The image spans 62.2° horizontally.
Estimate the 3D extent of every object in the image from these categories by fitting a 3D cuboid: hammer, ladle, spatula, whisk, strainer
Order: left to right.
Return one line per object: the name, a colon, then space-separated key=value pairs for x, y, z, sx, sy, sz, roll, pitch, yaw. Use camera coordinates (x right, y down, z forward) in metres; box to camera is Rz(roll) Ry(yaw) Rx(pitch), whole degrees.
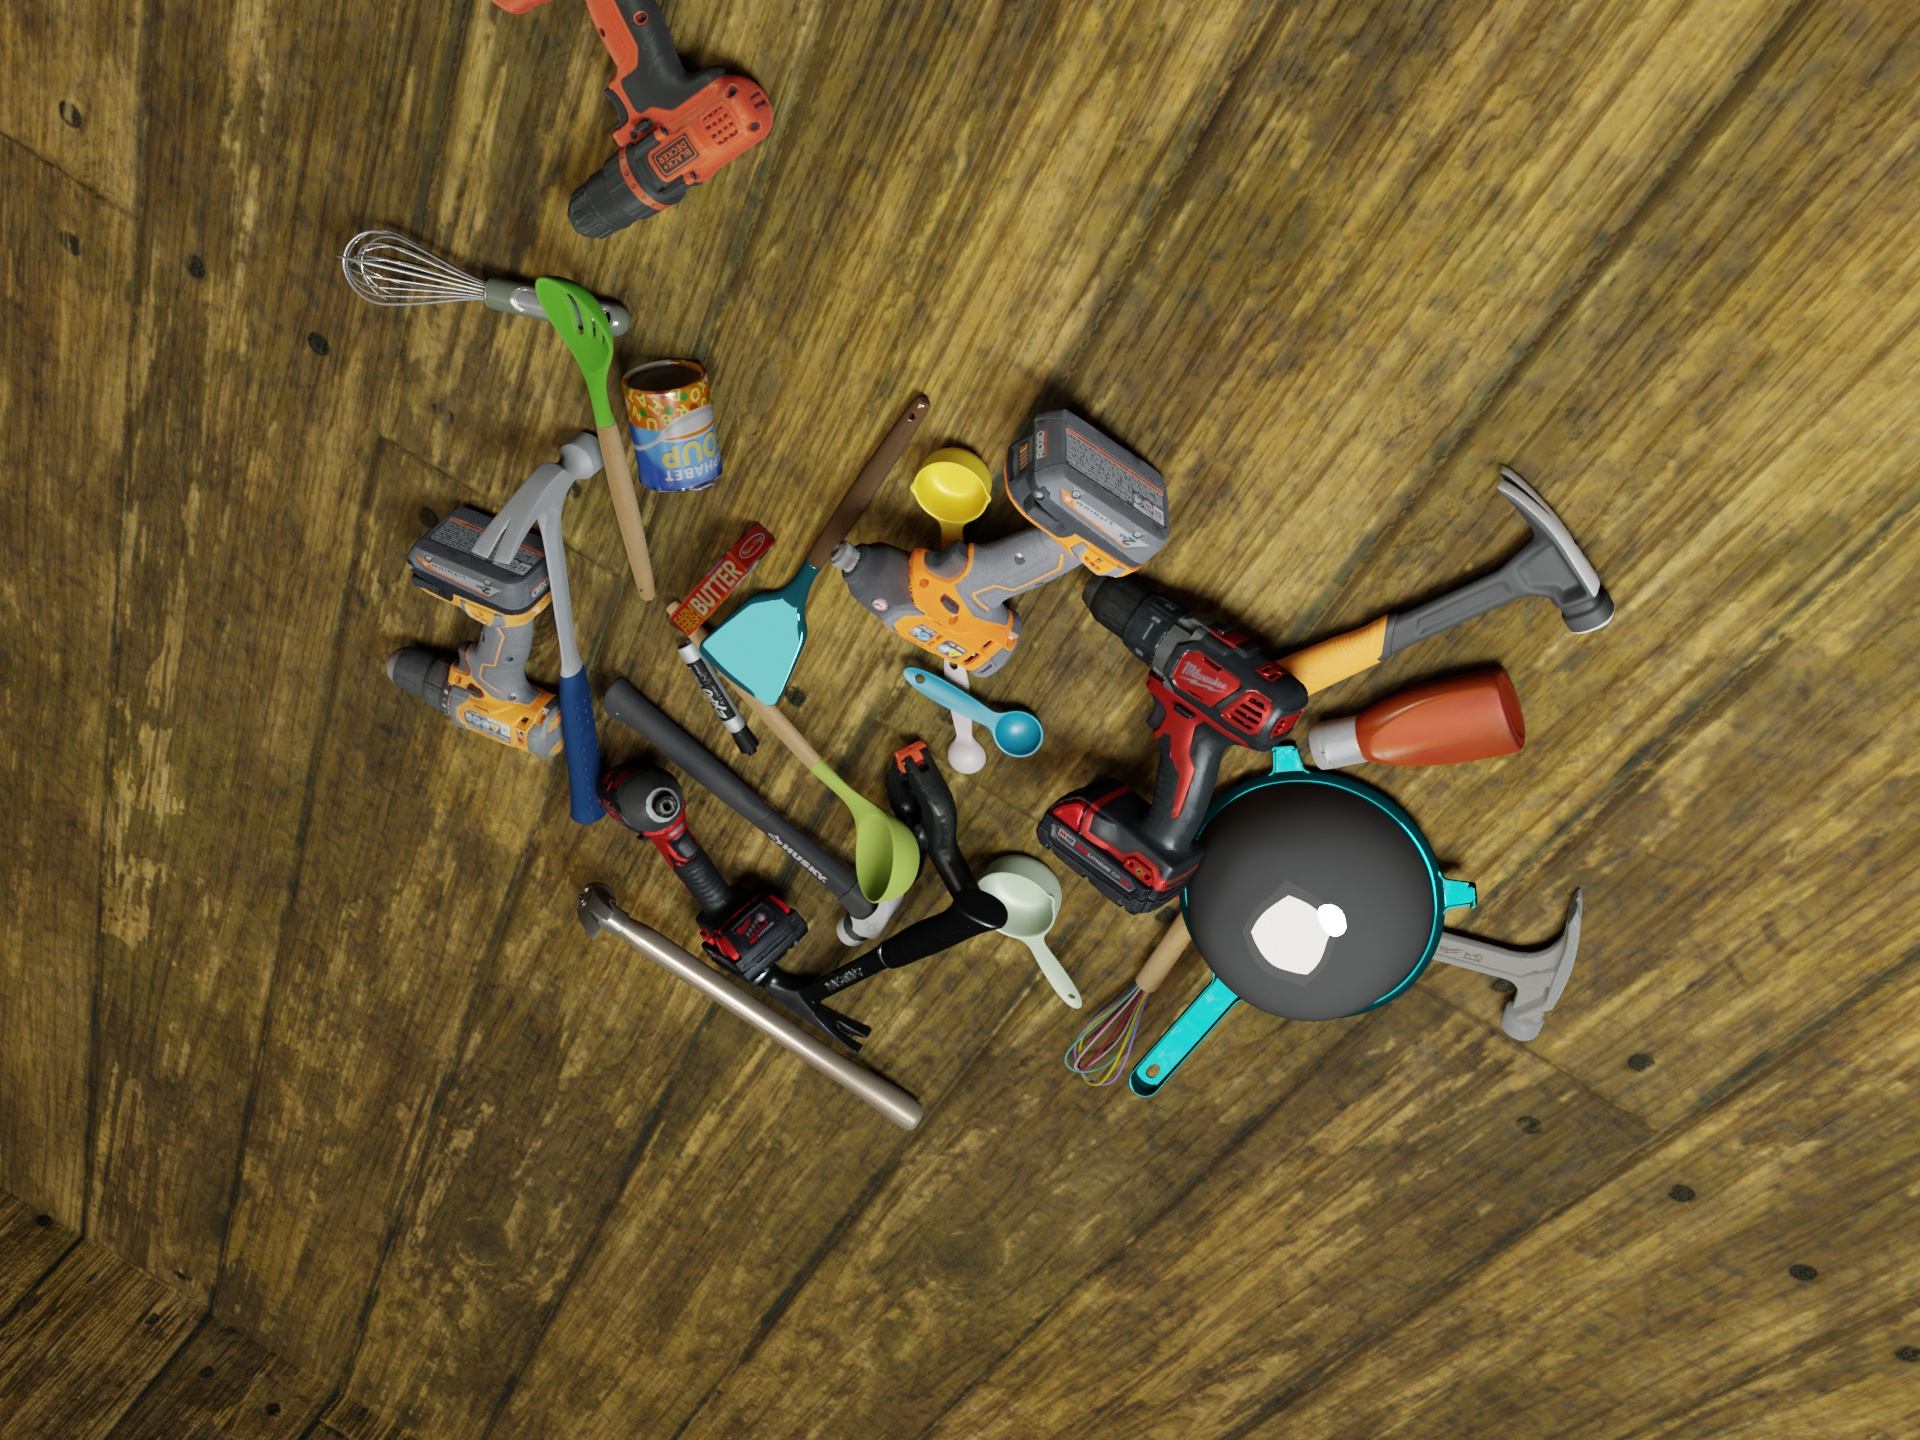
whisk: x=-0.372 y=-0.335 z=1.237 sx=0.246 sy=0.059 sz=0.058 roll=14 pitch=102 yaw=9
hammer: x=-0.348 y=-0.051 z=1.398 sx=0.035 sy=0.144 sz=0.405 roll=21 pitch=137 yaw=14
hammer: x=-0.190 y=0.077 z=1.453 sx=0.334 sy=0.035 sz=0.146 roll=40 pitch=147 yaw=-4
hammer: x=-0.202 y=0.293 z=1.578 sx=0.410 sy=0.038 sz=0.146 roll=37 pitch=173 yaw=-15
ladle: x=-0.150 y=0.024 z=1.366 sx=0.320 sy=0.062 sz=0.078 roll=48 pitch=142 yaw=1
spatula: x=-0.108 y=-0.137 z=1.264 sx=0.082 sy=0.044 sz=0.317 roll=39 pitch=130 yaw=-1
hammer: x=-0.071 y=0.223 z=1.460 sx=0.149 sy=0.036 sz=0.409 roll=40 pitch=146 yaw=-11
whisk: x=0.156 y=0.248 z=1.436 sx=0.051 sy=0.047 sz=0.244 roll=21 pitch=127 yaw=-7
strainer: x=0.229 y=0.198 z=1.258 sx=0.211 sy=0.095 sz=0.340 roll=39 pitch=114 yaw=8
hammer: x=0.310 y=0.155 z=1.296 sx=0.359 sy=0.037 sz=0.149 roll=15 pitch=129 yaw=14
hammer: x=0.284 y=-0.057 z=1.151 sx=0.337 sy=0.034 sz=0.127 roll=-28 pitch=110 yaw=37

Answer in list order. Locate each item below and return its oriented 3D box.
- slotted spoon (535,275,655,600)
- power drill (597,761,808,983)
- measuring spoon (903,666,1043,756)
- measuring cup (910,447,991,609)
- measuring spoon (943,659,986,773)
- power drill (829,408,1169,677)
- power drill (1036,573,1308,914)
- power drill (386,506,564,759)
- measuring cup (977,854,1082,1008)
slotted spoon: x=-0.279 y=-0.218 z=1.270 sx=0.070 sy=0.031 sz=0.313 roll=27 pitch=143 yaw=27
power drill: x=-0.244 y=0.133 z=1.477 sx=0.219 sy=0.078 sz=0.143 roll=55 pitch=160 yaw=-18
measuring spoon: x=0.012 y=-0.014 z=1.314 sx=0.128 sy=0.021 sz=0.042 roll=29 pitch=117 yaw=1
measuring cup: x=-0.003 y=-0.146 z=1.228 sx=0.062 sy=0.029 sz=0.156 roll=9 pitch=140 yaw=11
measuring spoon: x=-0.002 y=-0.004 z=1.331 sx=0.034 sy=0.018 sz=0.124 roll=6 pitch=126 yaw=21
power drill: x=0.022 y=-0.127 z=1.160 sx=0.164 sy=0.084 sz=0.226 roll=28 pitch=137 yaw=-30
power drill: x=0.139 y=0.012 z=1.209 sx=0.188 sy=0.080 sz=0.226 roll=38 pitch=123 yaw=22
power drill: x=-0.444 y=-0.080 z=1.441 sx=0.185 sy=0.084 sz=0.226 roll=22 pitch=135 yaw=11
measuring cup: x=0.074 y=0.189 z=1.430 sx=0.083 sy=0.038 sz=0.167 roll=-14 pitch=120 yaw=32
